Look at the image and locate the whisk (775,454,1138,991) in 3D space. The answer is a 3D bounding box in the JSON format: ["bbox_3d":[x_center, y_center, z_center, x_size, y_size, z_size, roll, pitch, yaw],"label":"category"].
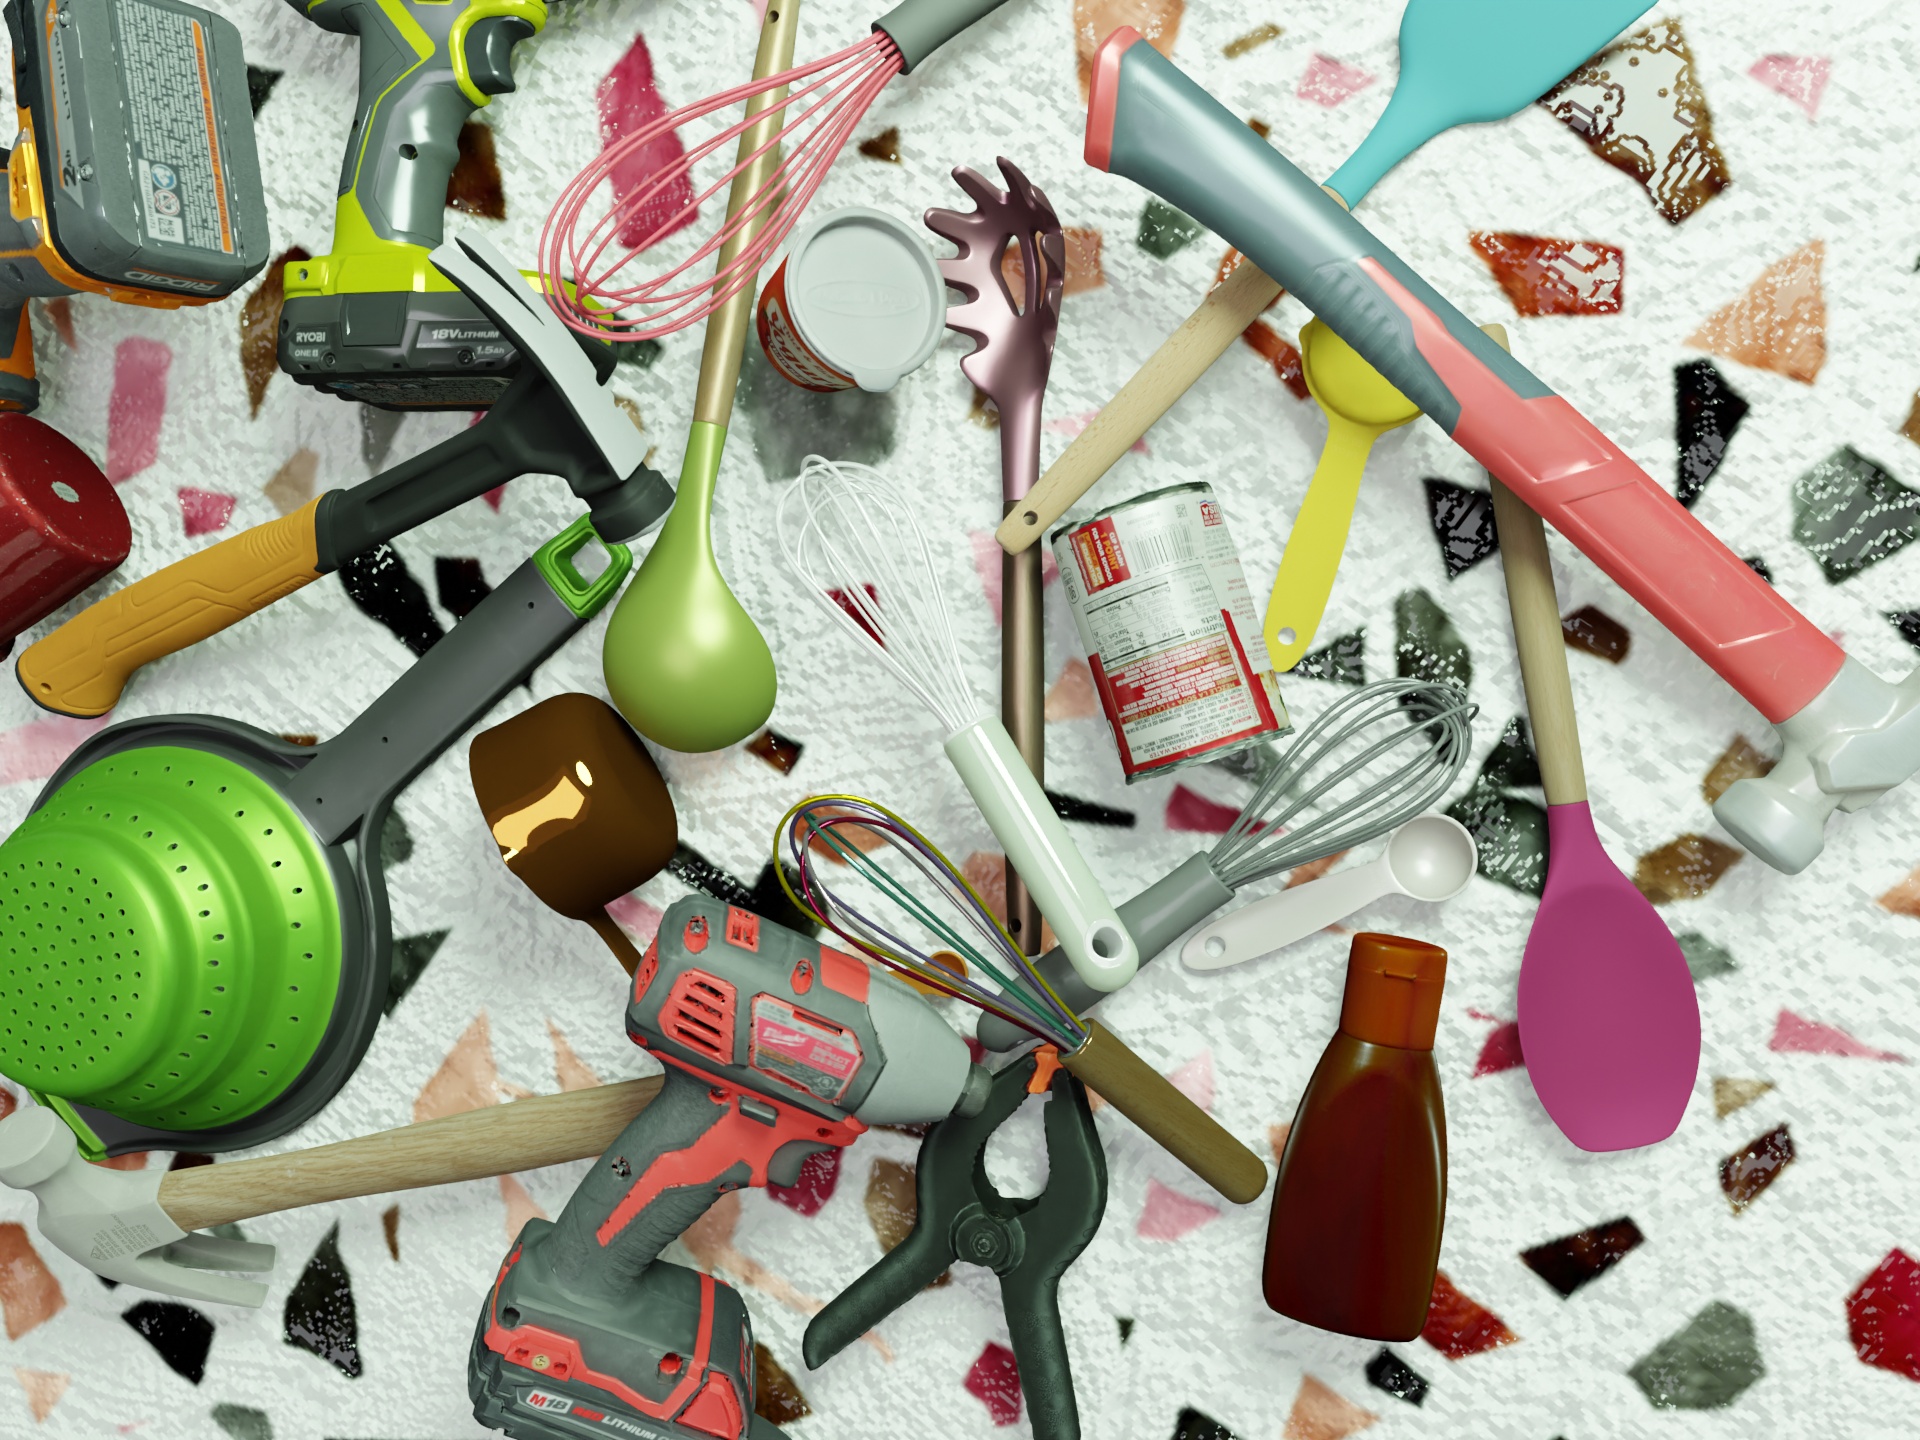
[{"bbox_3d":[-0.001,-0.002,0.627,0.058,0.059,0.246,-27,79,-21],"label":"whisk"}]

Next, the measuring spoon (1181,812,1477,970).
[{"bbox_3d":[0.145,0.072,0.632,0.124,0.018,0.034,-26,74,18],"label":"measuring spoon"}]

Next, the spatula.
[{"bbox_3d":[0.124,-0.183,0.600,0.082,0.044,0.317,43,90,1],"label":"spatula"}]

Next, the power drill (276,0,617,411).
[{"bbox_3d":[-0.199,-0.251,0.663,0.190,0.080,0.228,2,89,12],"label":"power drill"}]

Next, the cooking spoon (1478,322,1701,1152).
[{"bbox_3d":[0.228,0.006,0.608,0.069,0.017,0.319,-9,90,1],"label":"cooking spoon"}]

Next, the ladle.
[{"bbox_3d":[-0.094,-0.145,0.667,0.078,0.062,0.320,7,86,25],"label":"ladle"}]

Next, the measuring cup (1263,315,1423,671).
[{"bbox_3d":[0.148,-0.095,0.625,0.062,0.029,0.156,18,107,11],"label":"measuring cup"}]

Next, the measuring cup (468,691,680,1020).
[{"bbox_3d":[-0.133,0.066,0.663,0.052,0.095,0.173,-31,104,6],"label":"measuring cup"}]

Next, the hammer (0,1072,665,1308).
[{"bbox_3d":[-0.224,0.186,0.677,0.331,0.031,0.129,-11,131,3],"label":"hammer"}]

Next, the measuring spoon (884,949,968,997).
[{"bbox_3d":[-0.050,0.118,0.675,0.117,0.011,0.021,-17,87,15],"label":"measuring spoon"}]

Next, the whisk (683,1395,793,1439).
[{"bbox_3d":[0.002,0.348,0.645,0.285,0.070,0.070,22,96,15],"label":"whisk"}]

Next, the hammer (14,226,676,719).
[{"bbox_3d":[-0.284,-0.076,0.662,0.337,0.034,0.127,-20,119,25],"label":"hammer"}]

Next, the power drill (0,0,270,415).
[{"bbox_3d":[-0.396,-0.230,0.676,0.226,0.084,0.164,-10,88,34],"label":"power drill"}]

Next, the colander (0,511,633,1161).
[{"bbox_3d":[-0.303,0.048,0.681,0.397,0.094,0.204,-40,83,10],"label":"colander"}]

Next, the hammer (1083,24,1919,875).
[{"bbox_3d":[0.205,-0.122,0.570,0.386,0.038,0.143,41,97,-2],"label":"hammer"}]

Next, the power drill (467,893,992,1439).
[{"bbox_3d":[-0.091,0.185,0.623,0.143,0.079,0.219,25,104,-14],"label":"power drill"}]

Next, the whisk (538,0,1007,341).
[{"bbox_3d":[-0.042,-0.249,0.619,0.296,0.073,0.073,-40,83,-6],"label":"whisk"}]

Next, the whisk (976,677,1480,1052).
[{"bbox_3d":[0.100,0.062,0.623,0.239,0.055,0.055,-38,84,14],"label":"whisk"}]

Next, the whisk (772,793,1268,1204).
[{"bbox_3d":[0.026,0.111,0.610,0.245,0.051,0.047,41,77,-14],"label":"whisk"}]

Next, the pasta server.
[{"bbox_3d":[0.020,-0.061,0.641,0.060,0.040,0.316,2,94,38],"label":"pasta server"}]
